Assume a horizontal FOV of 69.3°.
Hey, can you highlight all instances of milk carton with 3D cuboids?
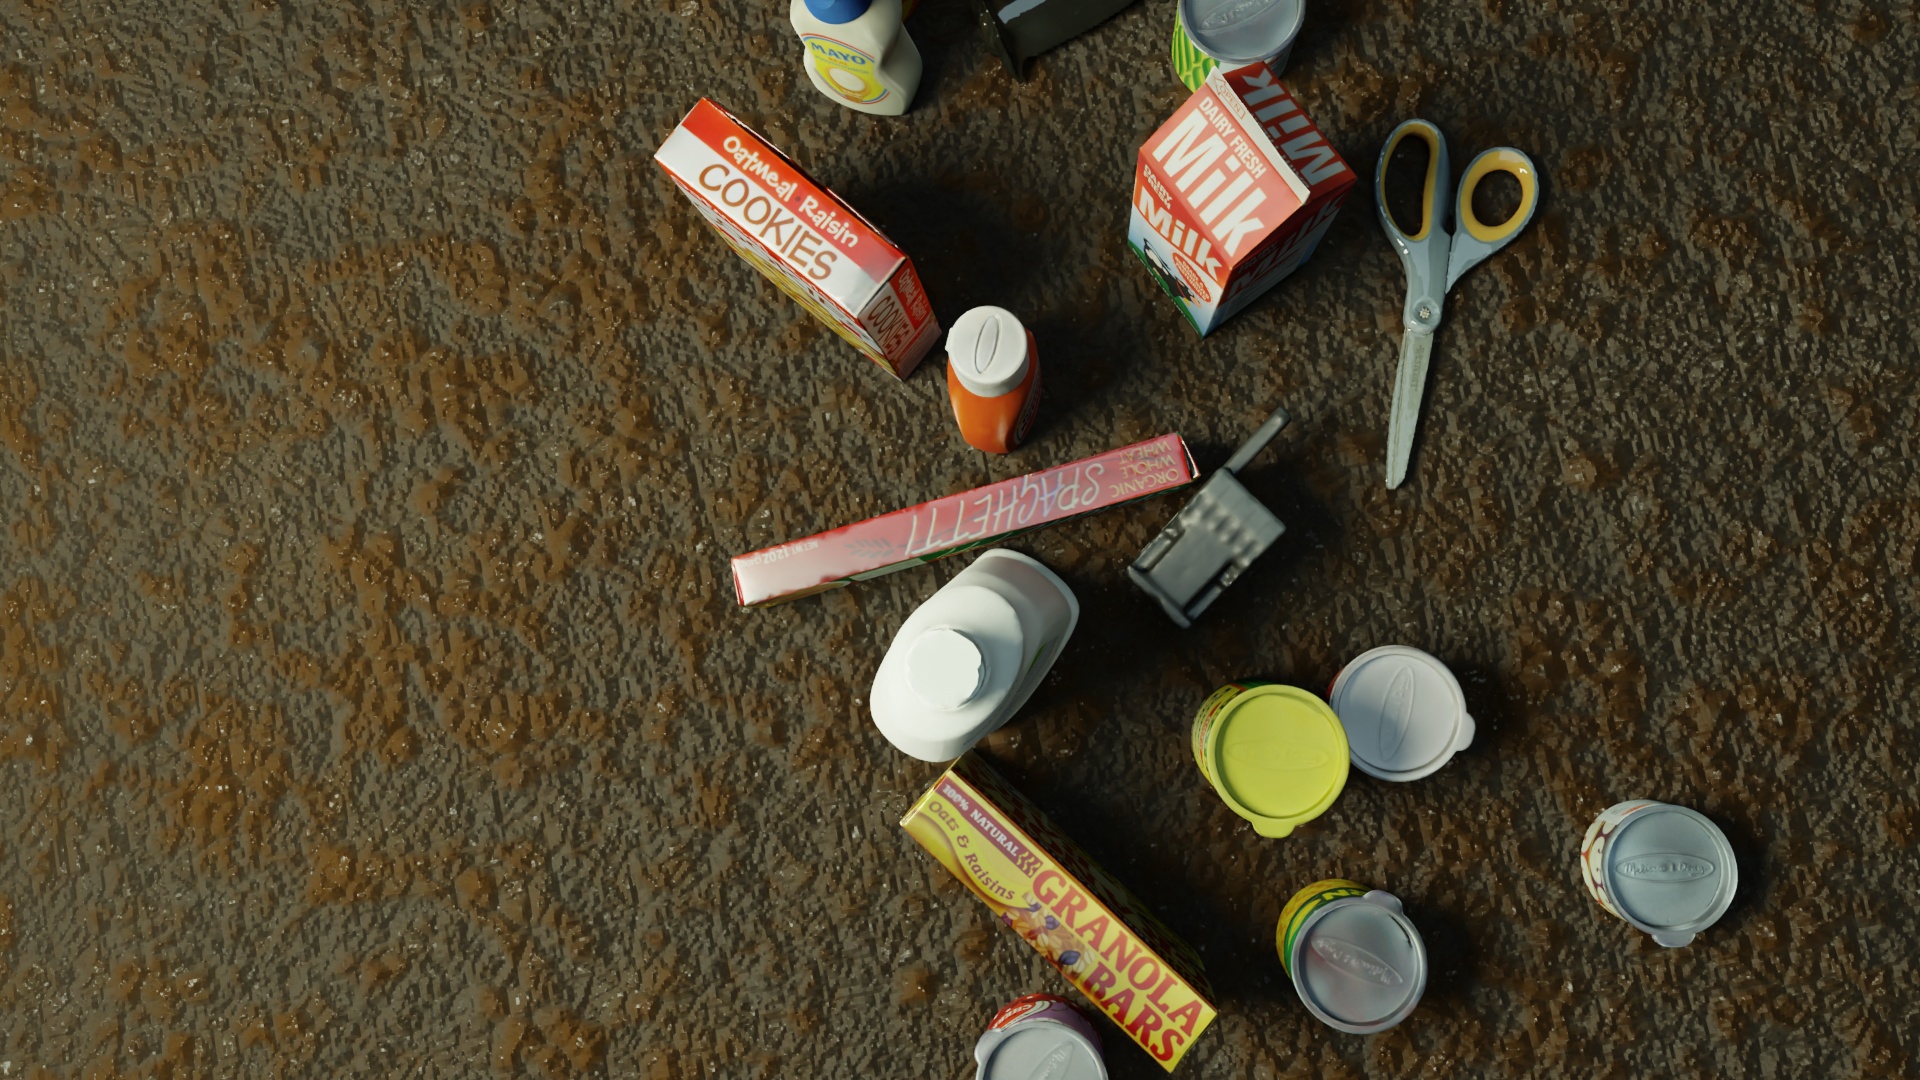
[{"bbox_3d":[0.134,-0.166,0.678,0.073,0.190,0.072,-36,84,1],"label":"milk carton"}]

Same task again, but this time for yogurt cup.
[{"bbox_3d":[0.221,0.088,0.720,0.072,0.054,0.072,0,86,4],"label":"yogurt cup"}]

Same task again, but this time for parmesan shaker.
[{"bbox_3d":[0.152,0.106,0.699,0.071,0.103,0.071,0,86,4],"label":"parmesan shaker"}]

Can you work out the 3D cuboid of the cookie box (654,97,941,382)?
[{"bbox_3d":[-0.074,-0.146,0.703,0.123,0.167,0.040,39,90,6],"label":"cookie box"}]

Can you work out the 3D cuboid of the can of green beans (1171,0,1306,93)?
[{"bbox_3d":[0.149,-0.278,0.752,0.071,0.058,0.071,0,86,4],"label":"can of green beans"}]

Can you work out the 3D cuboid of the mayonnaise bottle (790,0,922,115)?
[{"bbox_3d":[-0.058,-0.269,0.721,0.065,0.148,0.041,19,88,5],"label":"mayonnaise bottle"}]

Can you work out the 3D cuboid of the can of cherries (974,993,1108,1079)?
[{"bbox_3d":[0.041,0.271,0.717,0.071,0.058,0.071,0,86,4],"label":"can of cherries"}]

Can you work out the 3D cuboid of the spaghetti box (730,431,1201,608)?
[{"bbox_3d":[0.003,-0.009,0.746,0.250,0.050,0.028,-16,85,3],"label":"spaghetti box"}]

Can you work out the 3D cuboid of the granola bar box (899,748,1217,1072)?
[{"bbox_3d":[0.049,0.175,0.690,0.165,0.124,0.039,41,90,6],"label":"granola bar box"}]

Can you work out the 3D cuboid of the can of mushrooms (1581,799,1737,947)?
[{"bbox_3d":[0.358,0.170,0.714,0.071,0.033,0.071,0,86,4],"label":"can of mushrooms"}]

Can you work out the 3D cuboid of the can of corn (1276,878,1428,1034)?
[{"bbox_3d":[0.199,0.208,0.710,0.071,0.058,0.071,0,86,4],"label":"can of corn"}]

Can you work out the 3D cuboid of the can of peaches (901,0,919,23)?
[{"bbox_3d":[-0.054,-0.323,0.770,0.071,0.058,0.071,0,86,4],"label":"can of peaches"}]

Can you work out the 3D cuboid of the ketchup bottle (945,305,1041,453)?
[{"bbox_3d":[0.017,-0.084,0.701,0.043,0.149,0.064,14,87,5],"label":"ketchup bottle"}]
